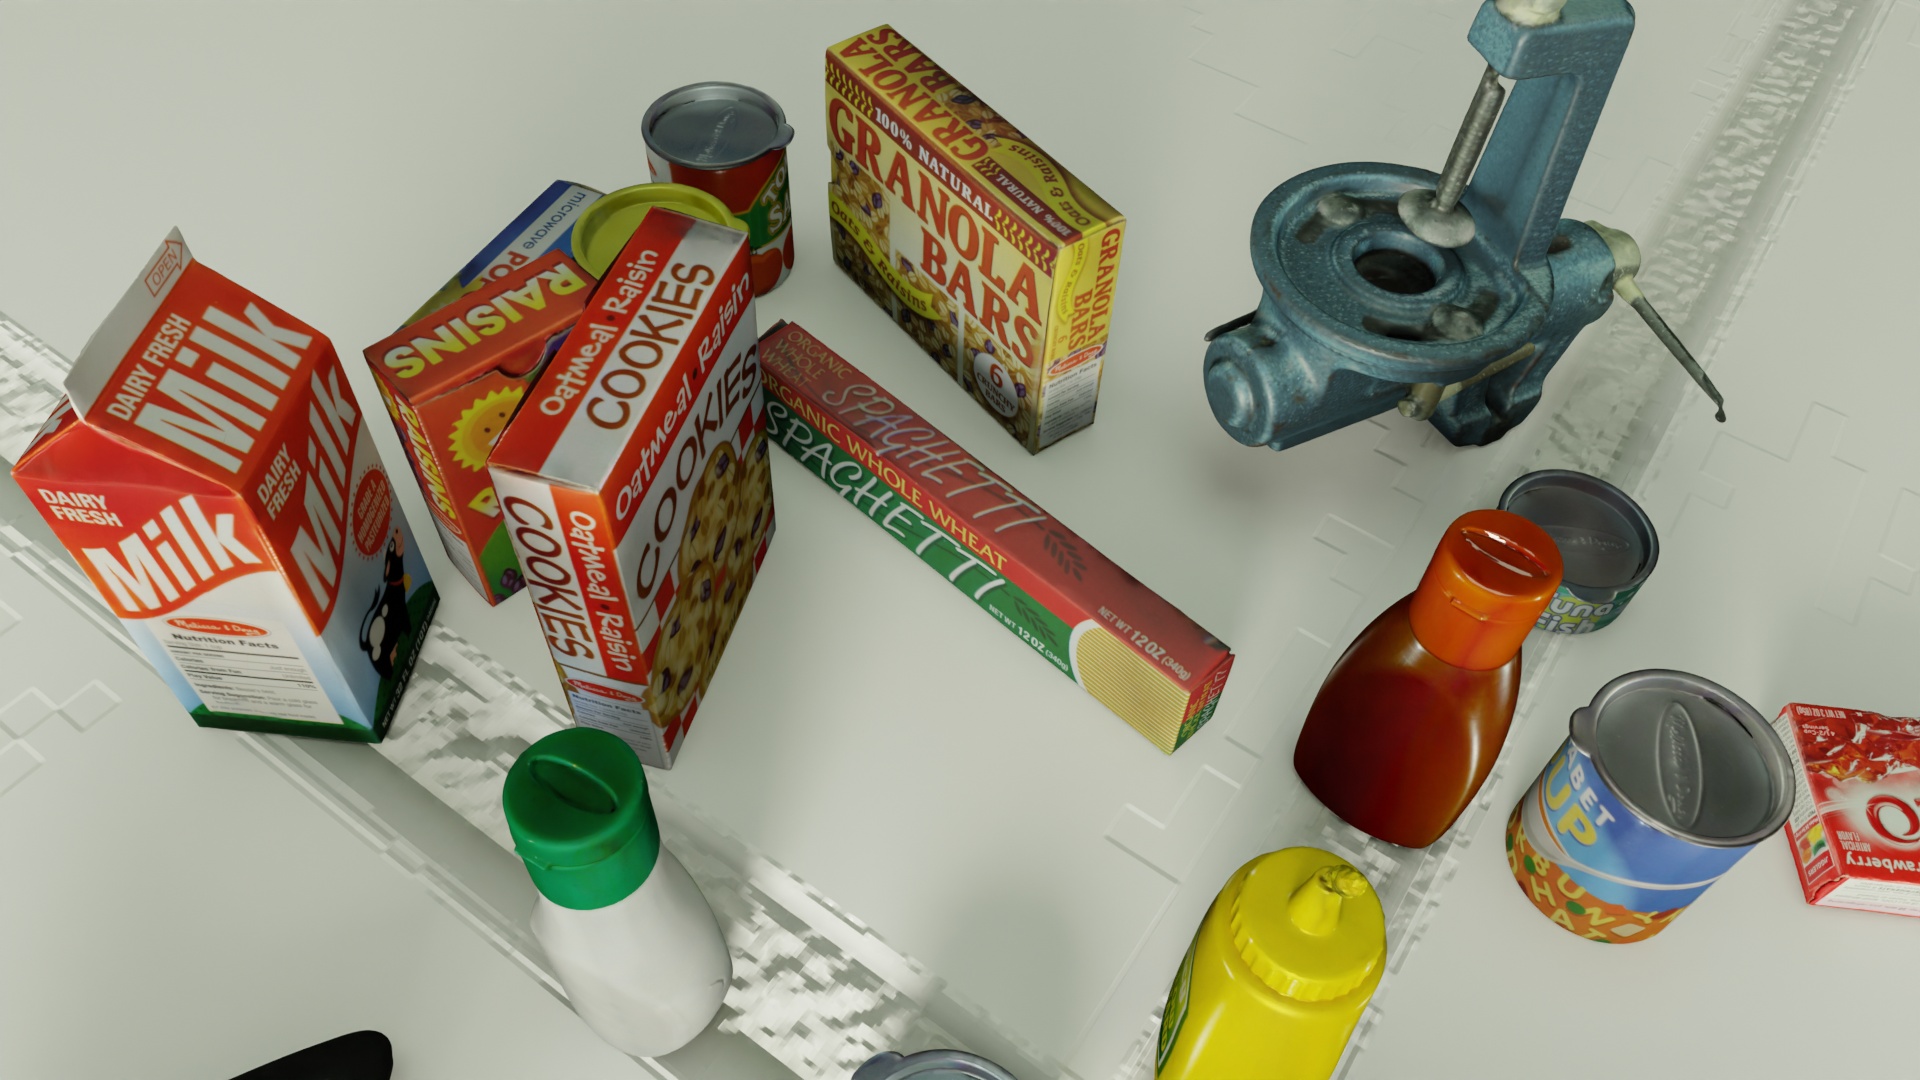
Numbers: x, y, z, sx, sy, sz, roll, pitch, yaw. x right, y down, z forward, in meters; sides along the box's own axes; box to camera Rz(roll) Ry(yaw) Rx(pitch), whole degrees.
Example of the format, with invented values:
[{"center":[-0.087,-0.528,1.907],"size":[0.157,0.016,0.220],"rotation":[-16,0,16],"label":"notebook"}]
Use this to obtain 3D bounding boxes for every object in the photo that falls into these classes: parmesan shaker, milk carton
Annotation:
[{"center":[-0.123,-0.093,0.601],"size":[0.071,0.102,0.072],"rotation":[1,52,-2],"label":"parmesan shaker"},{"center":[-0.247,-0.011,0.475],"size":[0.073,0.189,0.073],"rotation":[5,52,1],"label":"milk carton"}]

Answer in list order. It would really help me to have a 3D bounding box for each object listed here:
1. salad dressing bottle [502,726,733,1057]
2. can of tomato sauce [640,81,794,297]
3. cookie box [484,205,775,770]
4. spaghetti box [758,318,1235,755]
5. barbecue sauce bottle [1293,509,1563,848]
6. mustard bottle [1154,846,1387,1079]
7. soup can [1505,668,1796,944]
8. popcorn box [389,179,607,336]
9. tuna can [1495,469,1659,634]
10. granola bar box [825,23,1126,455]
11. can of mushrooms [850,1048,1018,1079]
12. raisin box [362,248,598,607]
[{"center":[-0.103,0.108,0.416],"size":[0.064,0.146,0.044],"rotation":[26,55,16],"label":"salad dressing bottle"},{"center":[-0.113,-0.167,0.673],"size":[0.071,0.082,0.071],"rotation":[2,52,-2],"label":"can of tomato sauce"},{"center":[-0.109,-0.014,0.499],"size":[0.040,0.166,0.123],"rotation":[13,52,7],"label":"cookie box"},{"center":[0.002,-0.007,0.574],"size":[0.250,0.050,0.029],"rotation":[38,59,24],"label":"spaghetti box"},{"center":[0.161,0.049,0.476],"size":[0.065,0.147,0.044],"rotation":[33,57,21],"label":"barbecue sauce bottle"},{"center":[0.091,0.126,0.404],"size":[0.049,0.159,0.066],"rotation":[16,53,10],"label":"mustard bottle"},{"center":[0.234,0.094,0.486],"size":[0.071,0.083,0.072],"rotation":[2,52,-2],"label":"soup can"},{"center":[-0.188,-0.085,0.602],"size":[0.038,0.084,0.127],"rotation":[21,54,13],"label":"popcorn box"},{"center":[0.256,0.007,0.588],"size":[0.071,0.032,0.071],"rotation":[2,52,-2],"label":"tuna can"},{"center":[0.000,-0.135,0.628],"size":[0.039,0.123,0.166],"rotation":[-30,59,-23],"label":"granola bar box"},{"center":[-0.007,0.193,0.427],"size":[0.071,0.033,0.071],"rotation":[2,52,-2],"label":"can of mushrooms"},{"center":[-0.171,-0.042,0.545],"size":[0.086,0.122,0.040],"rotation":[-36,62,-27],"label":"raisin box"}]
